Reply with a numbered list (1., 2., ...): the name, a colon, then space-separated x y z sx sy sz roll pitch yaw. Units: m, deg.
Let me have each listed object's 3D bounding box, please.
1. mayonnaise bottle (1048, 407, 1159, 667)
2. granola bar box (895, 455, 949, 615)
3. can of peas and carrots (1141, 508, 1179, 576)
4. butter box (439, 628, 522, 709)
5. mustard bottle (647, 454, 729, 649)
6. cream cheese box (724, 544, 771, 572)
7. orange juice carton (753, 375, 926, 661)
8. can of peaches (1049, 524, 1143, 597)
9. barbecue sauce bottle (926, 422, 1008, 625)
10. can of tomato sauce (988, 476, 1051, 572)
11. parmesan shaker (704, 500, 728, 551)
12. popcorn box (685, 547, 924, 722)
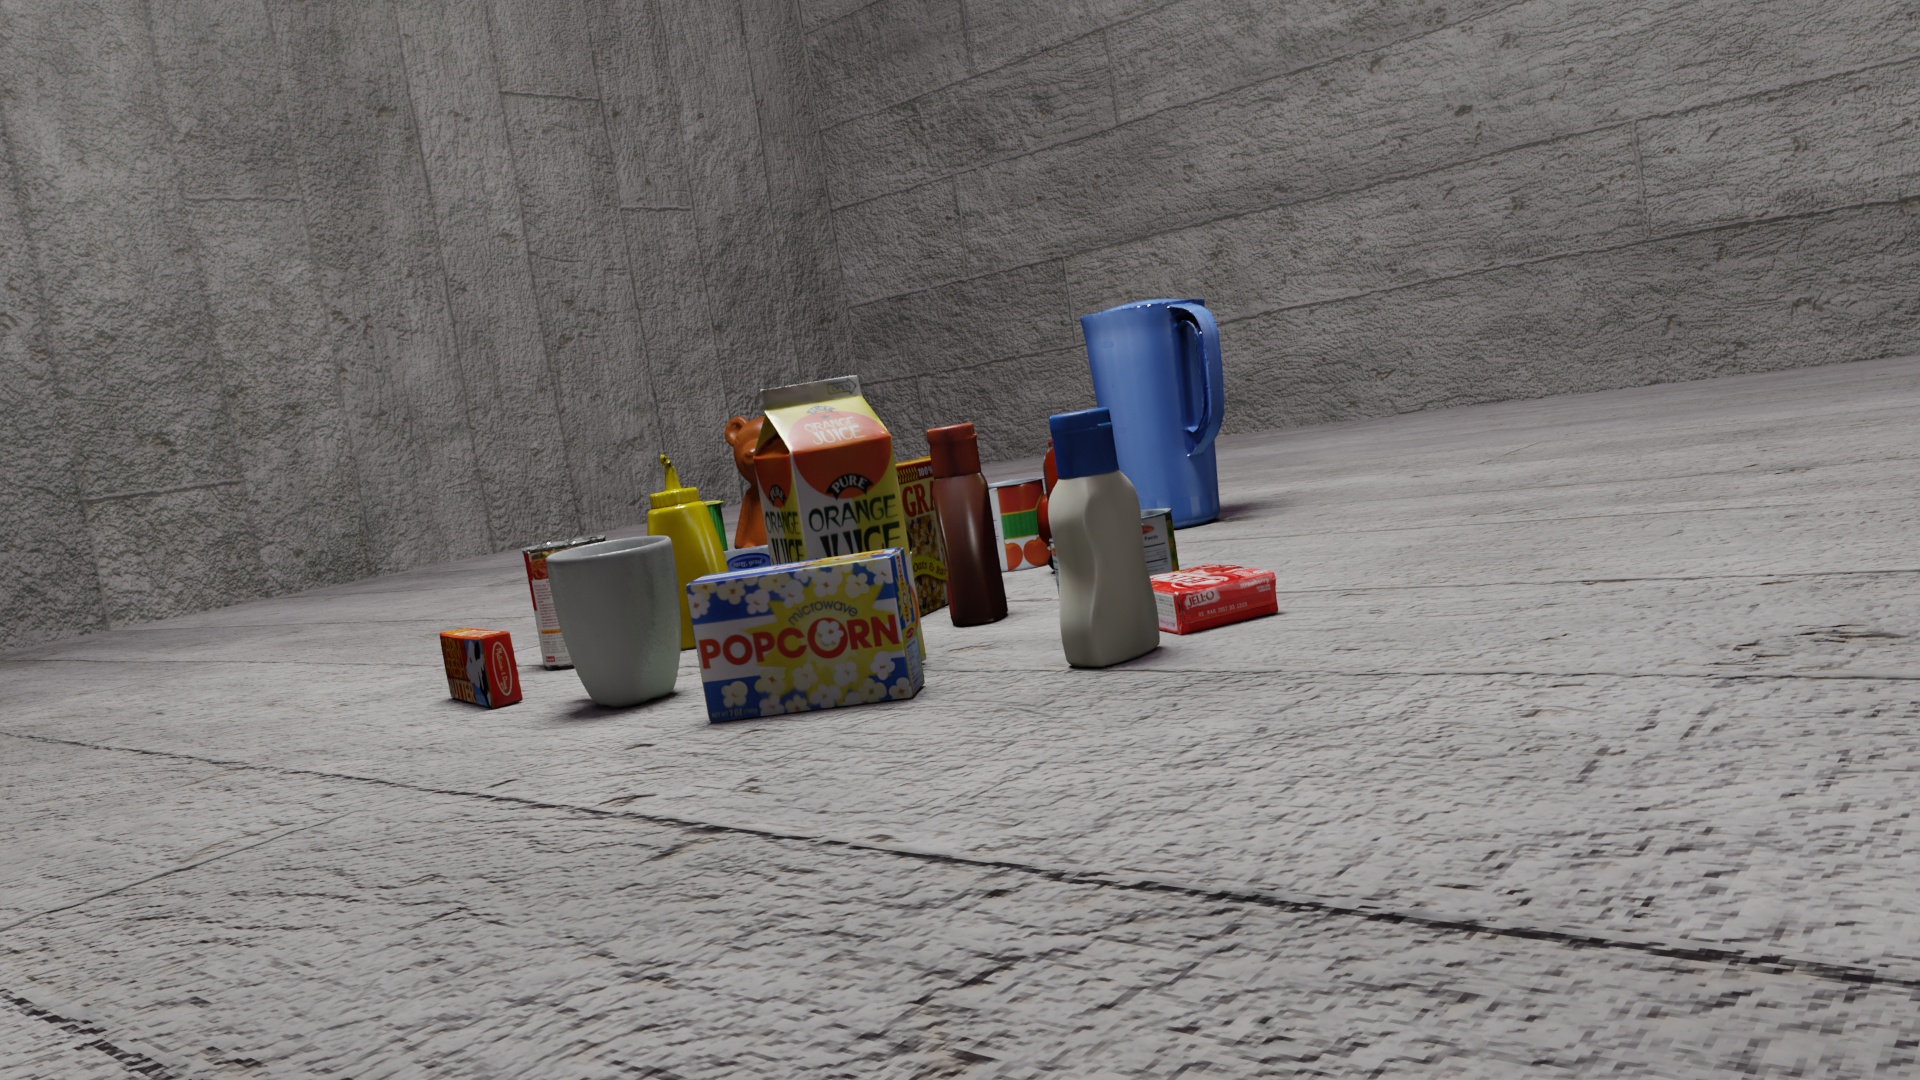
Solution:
1. mayonnaise bottle: 0.081 -0.003 0.820 0.065 0.148 0.041 -13 7 -43
2. granola bar box: -0.026 -0.009 1.178 0.039 0.124 0.166 -7 6 25
3. can of peas and carrots: 0.136 0.008 1.086 0.071 0.058 0.071 -9 5 1
4. butter box: -0.357 0.093 1.030 0.024 0.053 0.103 -12 6 -36
5. mustard bottle: -0.226 0.008 1.144 0.065 0.160 0.049 -9 5 3
6. cream cheese box: -0.211 0.033 1.415 0.104 0.053 0.024 -8 5 4
7. orange juice carton: -0.083 -0.009 0.908 0.072 0.192 0.073 -11 5 -28
8. can of peaches: 0.103 0.022 1.001 0.071 0.058 0.071 -9 5 1
9. barbecue sauce bottle: 0.004 -0.013 1.048 0.044 0.148 0.065 -8 5 7
10. can of tomato sauce: 0.055 -0.016 1.341 0.071 0.083 0.071 -9 5 1
11. parmesan shaker: -0.276 0.013 1.466 0.071 0.103 0.071 -9 5 1
12. popcorn box: -0.092 0.056 0.819 0.127 0.085 0.038 -8 5 9
